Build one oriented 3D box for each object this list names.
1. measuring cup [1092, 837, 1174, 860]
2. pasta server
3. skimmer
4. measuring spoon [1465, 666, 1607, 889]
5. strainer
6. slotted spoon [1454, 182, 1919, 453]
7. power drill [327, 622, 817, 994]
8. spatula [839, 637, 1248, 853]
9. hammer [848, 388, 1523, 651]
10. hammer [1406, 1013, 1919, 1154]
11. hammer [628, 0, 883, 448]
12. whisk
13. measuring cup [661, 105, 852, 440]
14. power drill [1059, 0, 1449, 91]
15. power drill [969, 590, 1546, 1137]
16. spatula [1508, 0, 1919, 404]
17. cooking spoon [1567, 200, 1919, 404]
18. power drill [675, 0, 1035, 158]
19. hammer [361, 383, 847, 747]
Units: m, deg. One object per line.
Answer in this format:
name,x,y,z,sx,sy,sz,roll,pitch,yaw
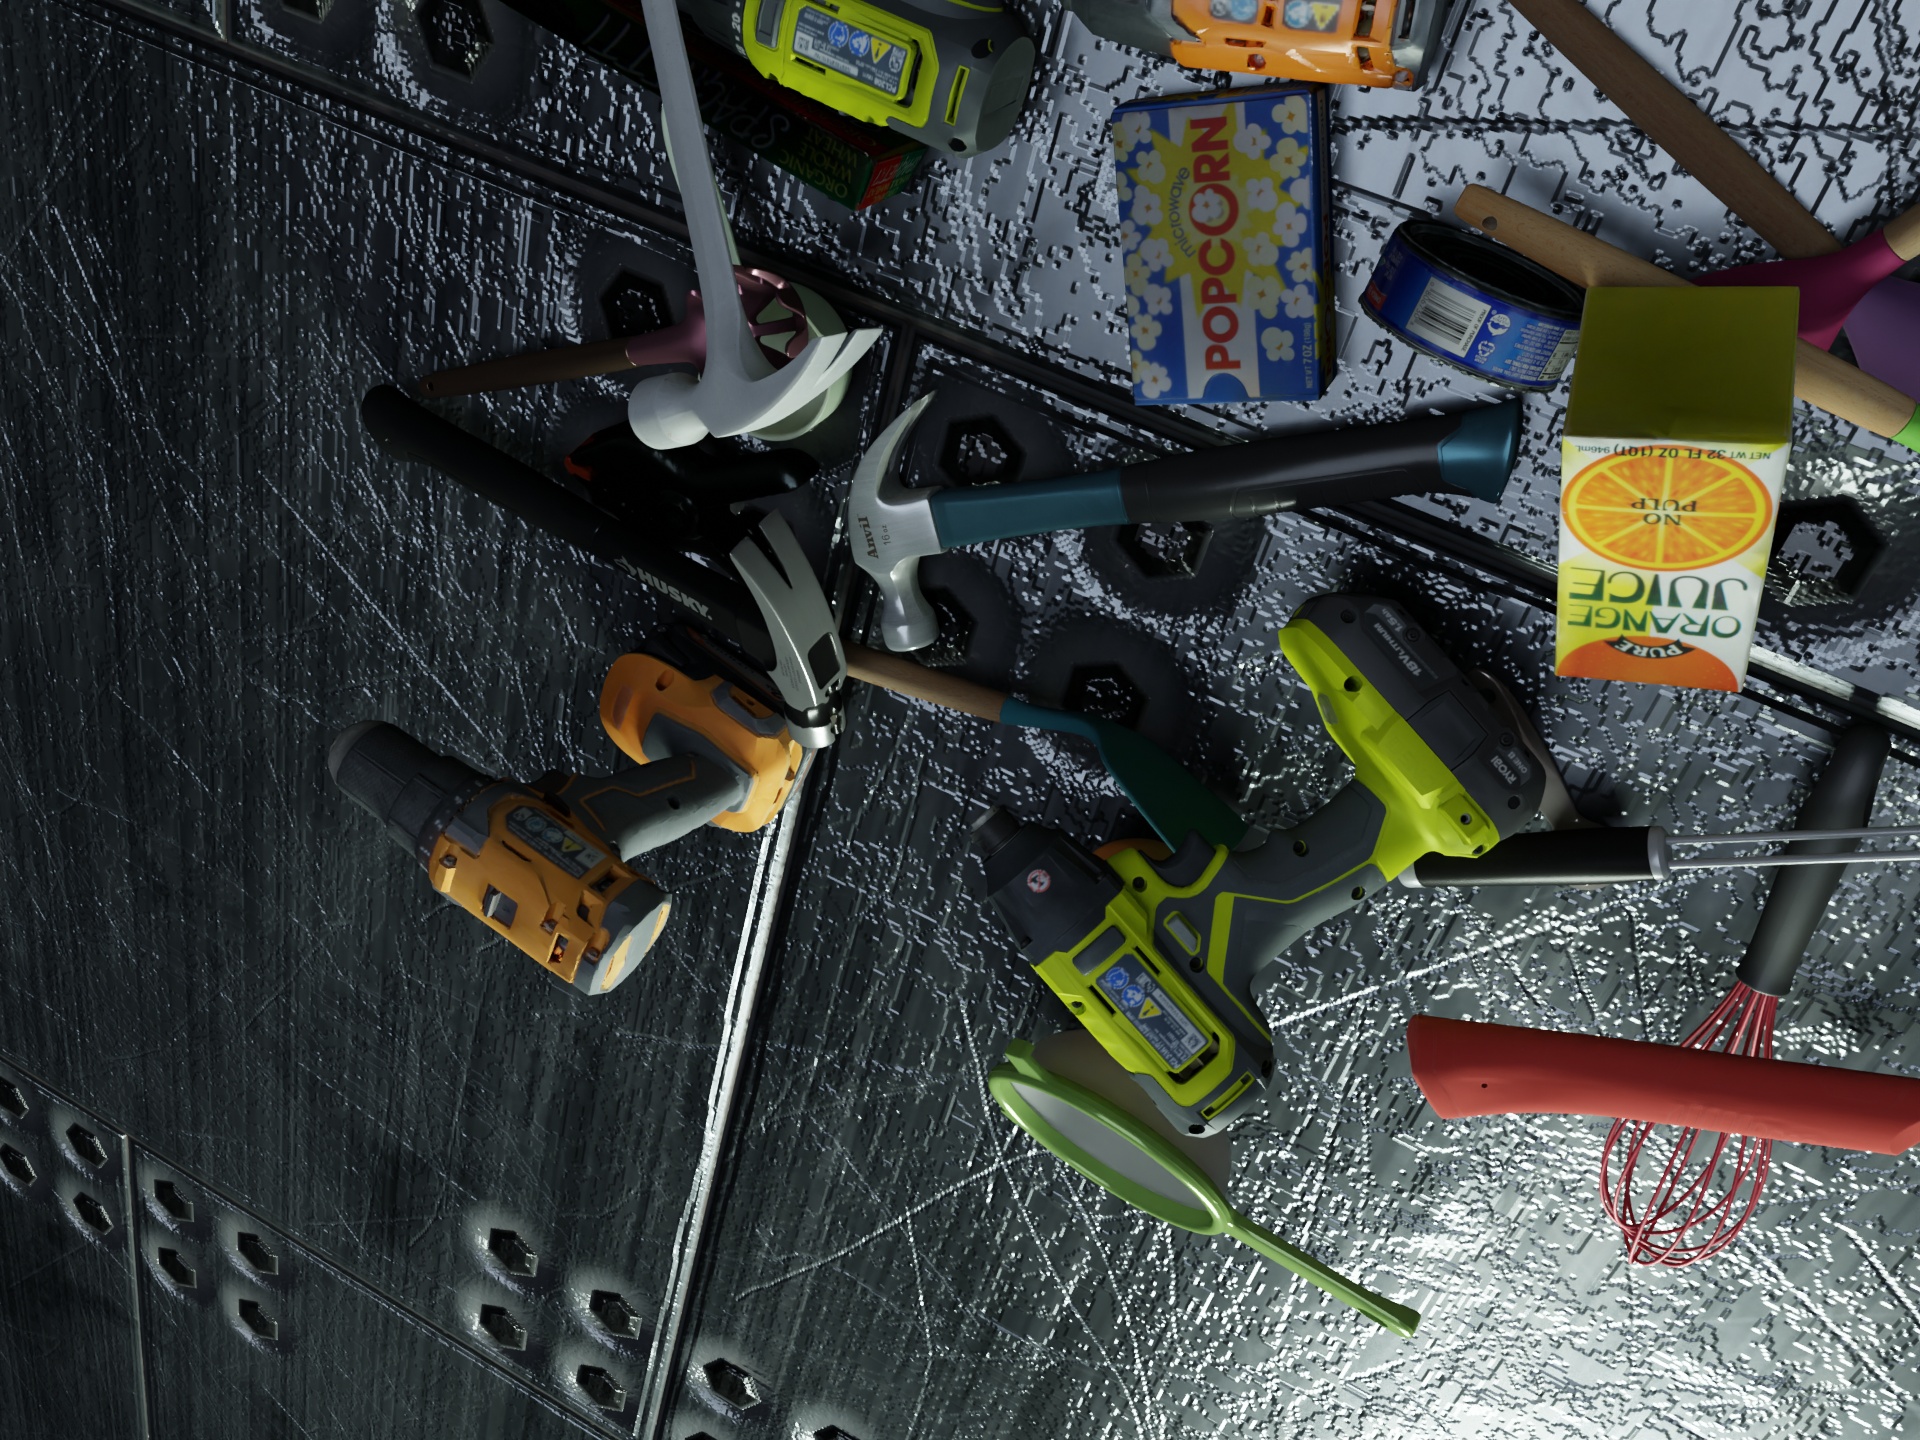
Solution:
measuring cup,0.112,0.128,0.856,0.095,0.052,0.173,5,142,28
pasta server,-0.188,-0.185,0.812,0.316,0.040,0.060,3,107,39
skimmer,0.330,0.045,0.631,0.363,0.090,0.127,-8,74,42
measuring spoon,0.267,0.029,0.736,0.034,0.018,0.124,-28,100,35
strainer,0.139,0.237,0.862,0.256,0.069,0.151,29,157,14
slotted spoon,0.326,-0.122,0.593,0.314,0.031,0.070,28,144,3
power drill,-0.198,0.028,0.843,0.185,0.226,0.084,33,125,8
spatula,-0.001,-0.003,0.838,0.318,0.082,0.044,19,111,24
hammer,0.092,-0.106,0.747,0.331,0.033,0.128,-4,114,28
hammer,0.377,0.157,0.678,0.359,0.037,0.149,6,110,9
hammer,-0.126,-0.322,0.659,0.144,0.035,0.405,0,105,44
whisk,0.358,0.135,0.723,0.073,0.073,0.295,18,117,18
measuring cup,-0.104,-0.223,0.784,0.083,0.038,0.167,-10,108,31
power drill,0.109,-0.353,0.571,0.164,0.084,0.226,10,122,11
power drill,0.128,0.051,0.712,0.223,0.080,0.171,-42,90,1
spatula,0.311,-0.191,0.600,0.316,0.018,0.059,42,131,0
cooking spoon,0.349,-0.182,0.552,0.068,0.017,0.319,46,138,-5
power drill,-0.041,-0.371,0.652,0.190,0.080,0.228,28,127,12
hammer,-0.202,-0.108,0.857,0.335,0.035,0.146,29,151,22
